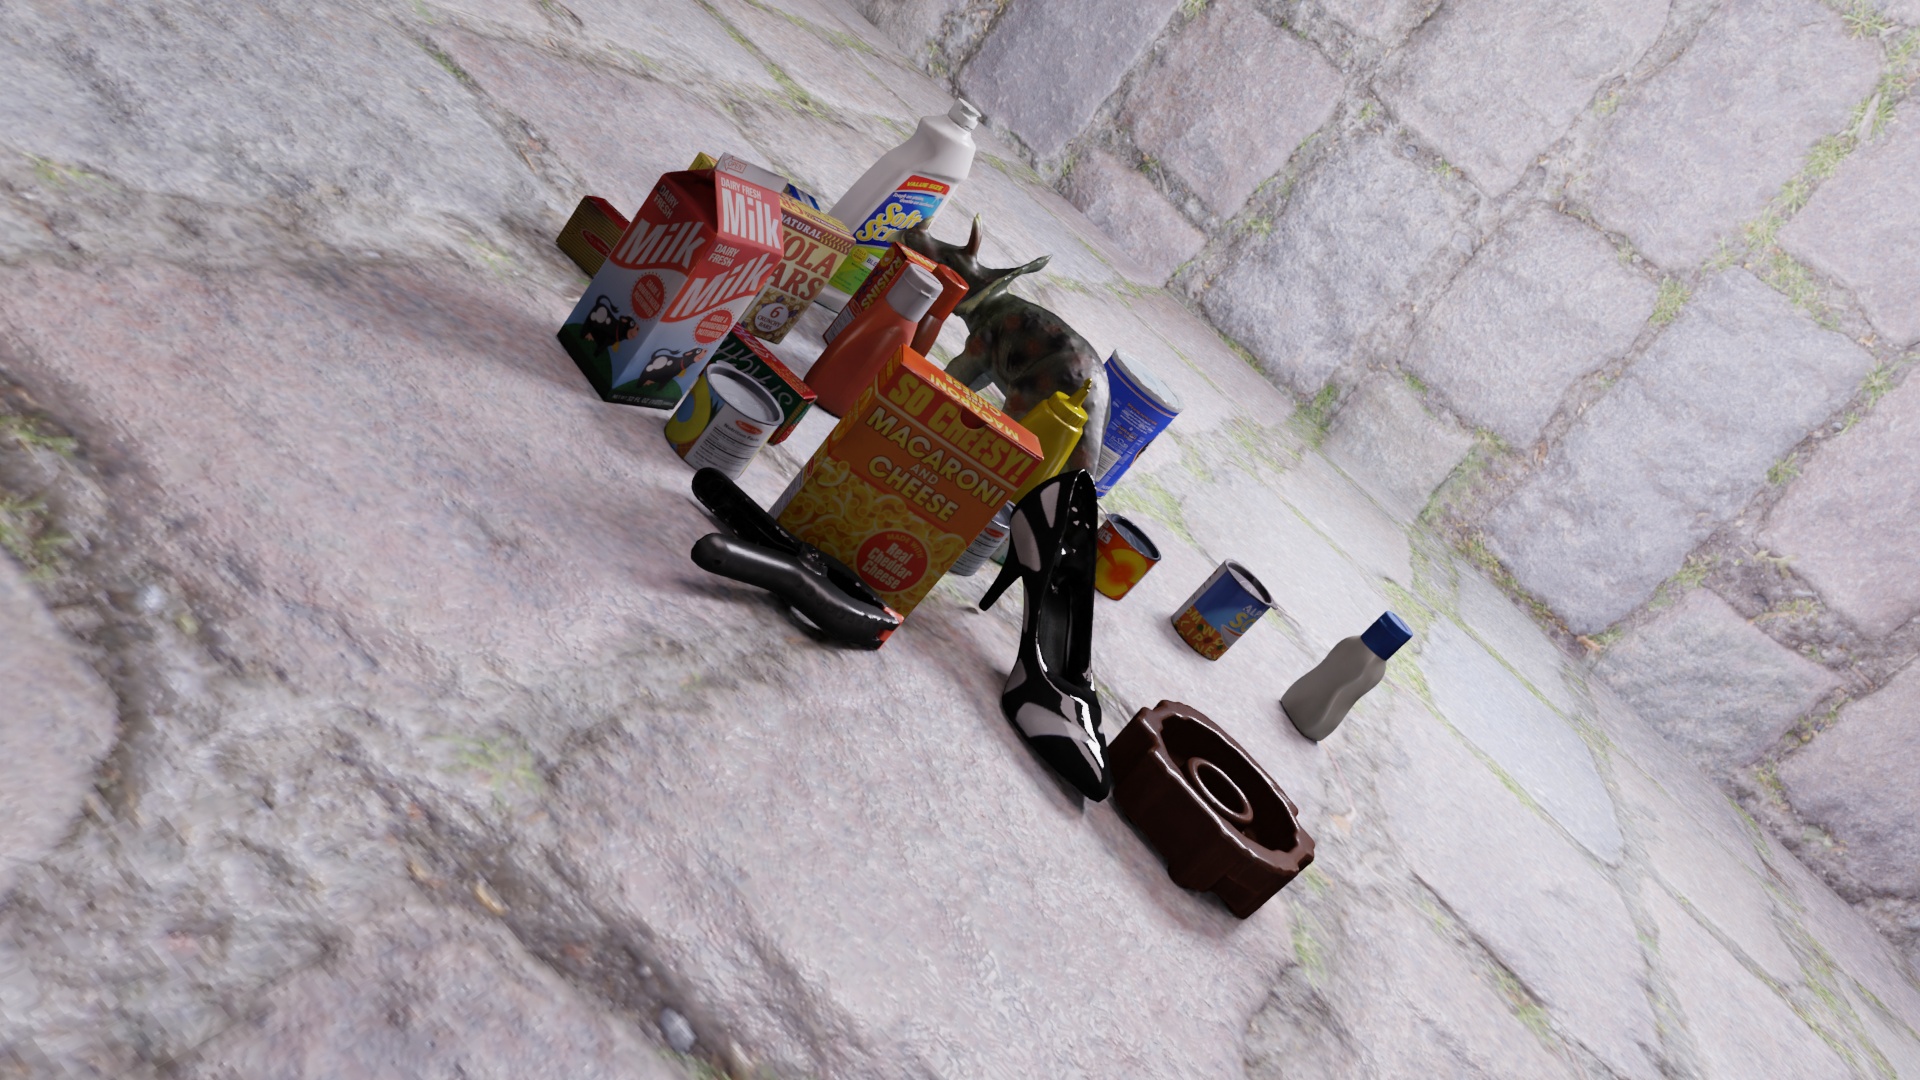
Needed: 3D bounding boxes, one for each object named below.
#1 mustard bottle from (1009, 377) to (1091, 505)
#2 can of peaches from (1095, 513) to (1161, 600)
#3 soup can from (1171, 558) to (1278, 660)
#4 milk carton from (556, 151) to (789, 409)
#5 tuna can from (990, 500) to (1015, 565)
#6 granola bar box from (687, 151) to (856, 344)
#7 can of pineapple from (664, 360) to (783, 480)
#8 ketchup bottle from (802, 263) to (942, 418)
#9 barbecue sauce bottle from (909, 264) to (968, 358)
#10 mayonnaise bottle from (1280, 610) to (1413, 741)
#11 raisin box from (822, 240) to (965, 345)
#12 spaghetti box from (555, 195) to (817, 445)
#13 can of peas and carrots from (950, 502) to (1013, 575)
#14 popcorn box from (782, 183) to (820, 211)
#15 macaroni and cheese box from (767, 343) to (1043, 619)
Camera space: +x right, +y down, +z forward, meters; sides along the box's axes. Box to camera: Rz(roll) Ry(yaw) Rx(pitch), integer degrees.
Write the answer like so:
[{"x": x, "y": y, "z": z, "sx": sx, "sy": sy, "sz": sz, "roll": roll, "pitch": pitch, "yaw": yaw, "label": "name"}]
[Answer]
[{"x": 0.074, "y": -0.088, "z": 1.288, "sx": 0.065, "sy": 0.159, "sz": 0.049, "roll": 41, "pitch": 20, "yaw": 1, "label": "mustard bottle"}, {"x": 0.151, "y": 0.015, "z": 1.359, "sx": 0.071, "sy": 0.058, "sz": 0.071, "roll": 35, "pitch": 21, "yaw": -15, "label": "can of peaches"}, {"x": 0.267, "y": 0.072, "z": 1.407, "sx": 0.071, "sy": 0.083, "sz": 0.071, "roll": 35, "pitch": 21, "yaw": -15, "label": "soup can"}, {"x": -0.196, "y": -0.188, "z": 0.981, "sx": 0.073, "sy": 0.190, "sz": 0.072, "roll": 50, "pitch": 22, "yaw": 23, "label": "milk carton"}, {"x": 0.040, "y": -0.008, "z": 1.248, "sx": 0.071, "sy": 0.032, "sz": 0.071, "roll": 35, "pitch": 21, "yaw": -15, "label": "tuna can"}, {"x": -0.189, "y": -0.249, "z": 1.210, "sx": 0.165, "sy": 0.124, "sz": 0.039, "roll": 16, "pitch": 32, "yaw": -49, "label": "granola bar box"}, {"x": -0.171, "y": -0.086, "z": 1.005, "sx": 0.071, "sy": 0.057, "sz": 0.071, "roll": 35, "pitch": 21, "yaw": -15, "label": "can of pineapple"}, {"x": -0.074, "y": -0.176, "z": 1.226, "sx": 0.064, "sy": 0.148, "sz": 0.044, "roll": 27, "pitch": 24, "yaw": -33, "label": "ketchup bottle"}, {"x": -0.052, "y": -0.189, "z": 1.292, "sx": 0.043, "sy": 0.148, "sz": 0.065, "roll": 20, "pitch": 29, "yaw": -44, "label": "barbecue sauce bottle"}, {"x": 0.394, "y": 0.135, "z": 1.411, "sx": 0.041, "sy": 0.147, "sz": 0.065, "roll": 27, "pitch": 24, "yaw": -33, "label": "mayonnaise bottle"}, {"x": -0.065, "y": -0.225, "z": 1.376, "sx": 0.086, "sy": 0.123, "sz": 0.040, "roll": 22, "pitch": 28, "yaw": -42, "label": "raisin box"}, {"x": -0.220, "y": -0.177, "z": 1.115, "sx": 0.250, "sy": 0.050, "sz": 0.029, "roll": 43, "pitch": 20, "yaw": 6, "label": "spaghetti box"}, {"x": 0.004, "y": -0.015, "z": 1.163, "sx": 0.071, "sy": 0.058, "sz": 0.071, "roll": 35, "pitch": 21, "yaw": -15, "label": "can of peas and carrots"}, {"x": -0.169, "y": -0.289, "z": 1.381, "sx": 0.038, "sy": 0.085, "sz": 0.127, "roll": 25, "pitch": 25, "yaw": -36, "label": "popcorn box"}, {"x": -0.041, "y": -0.036, "z": 0.974, "sx": 0.123, "sy": 0.166, "sz": 0.040, "roll": 33, "pitch": 21, "yaw": -20, "label": "macaroni and cheese box"}]
